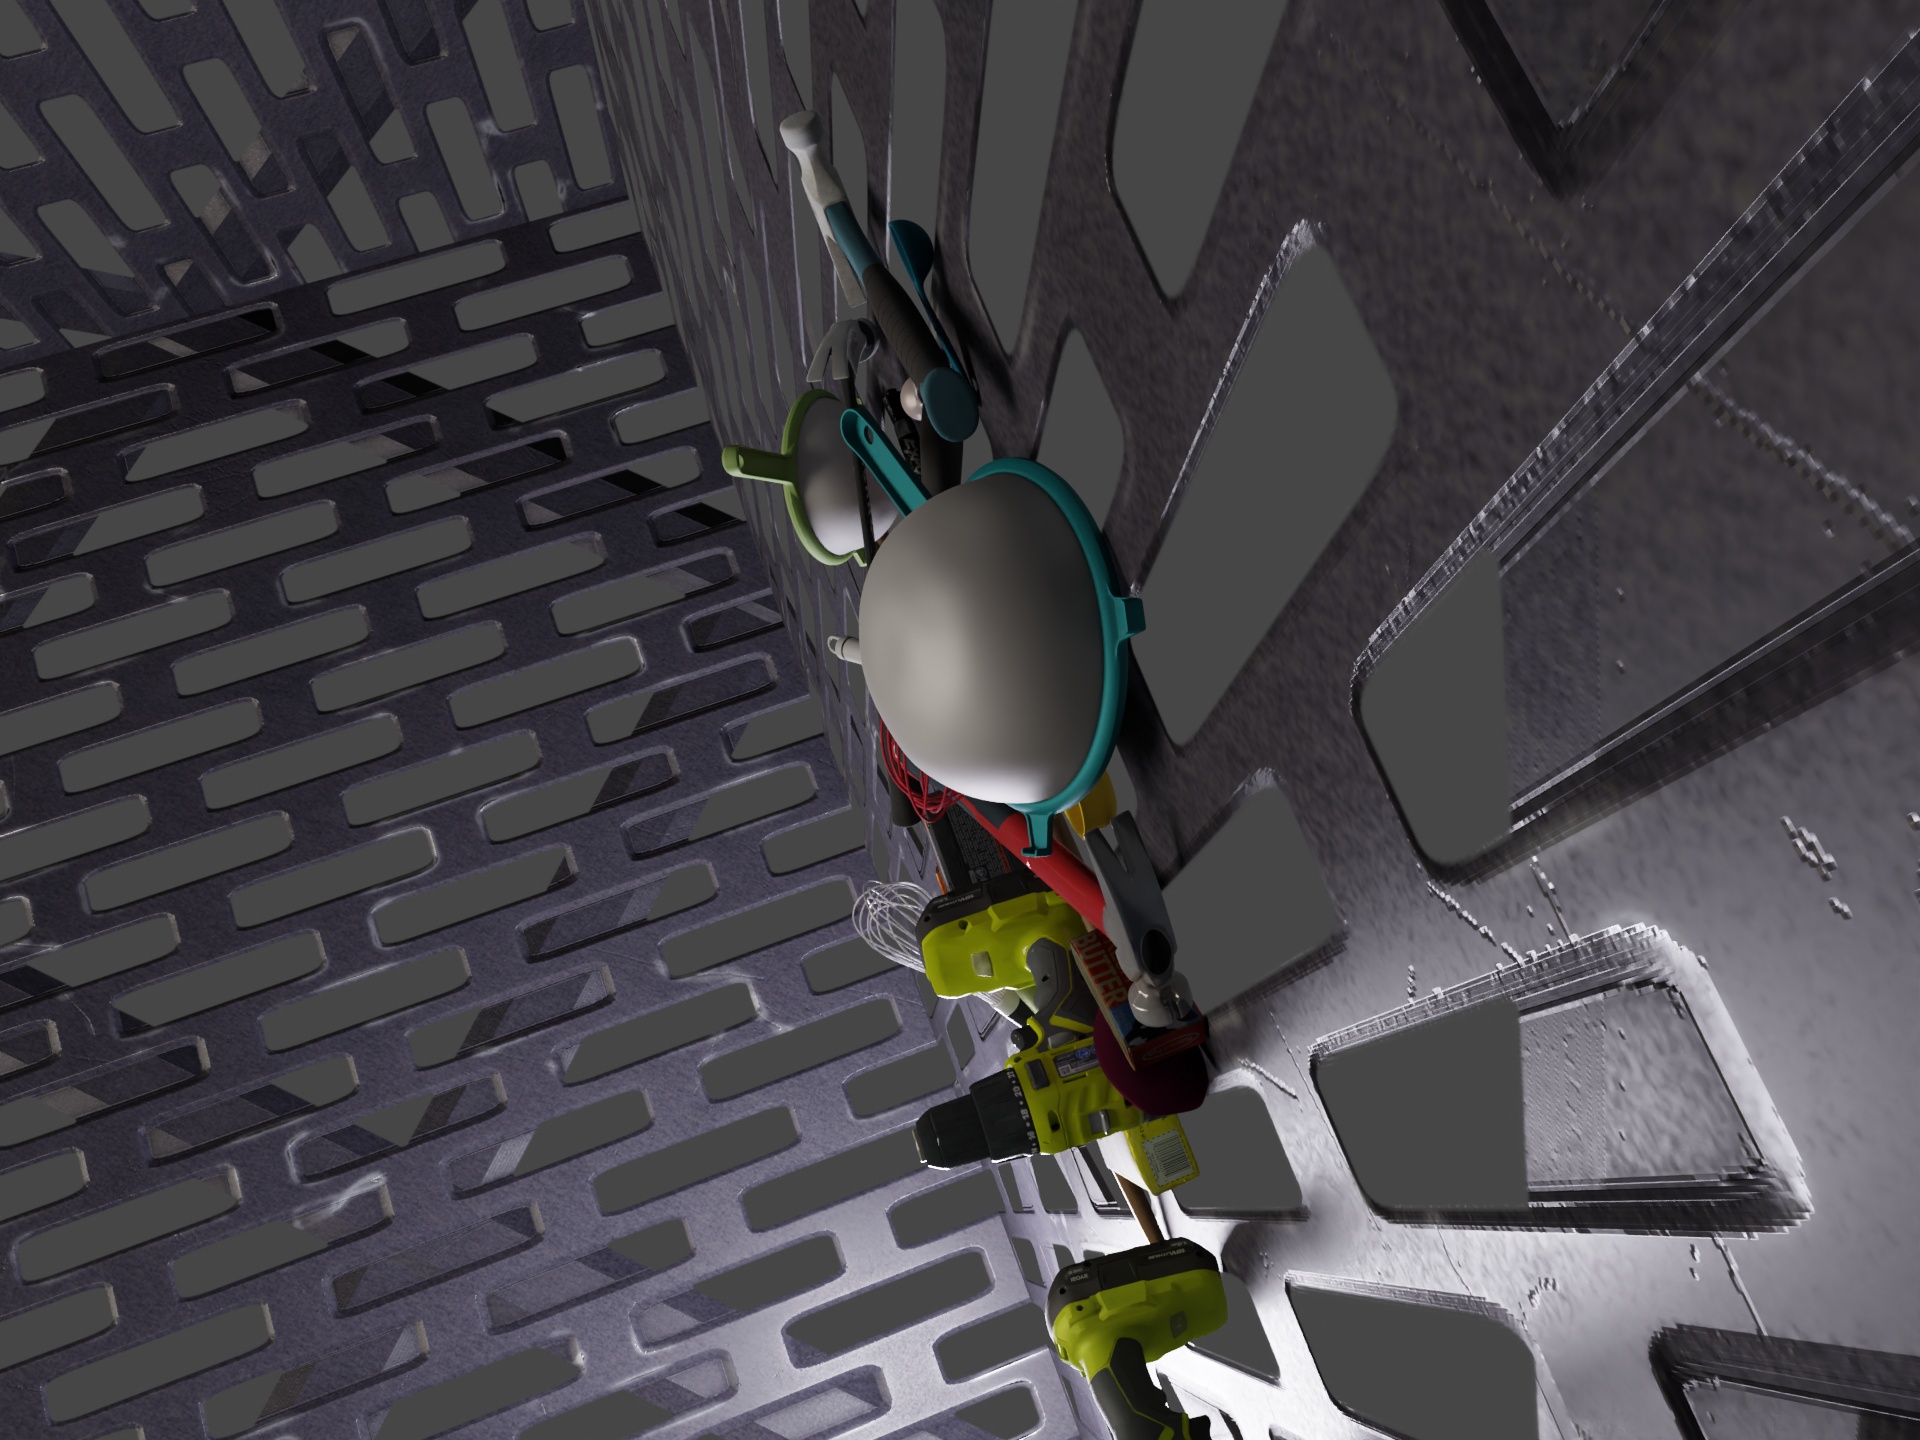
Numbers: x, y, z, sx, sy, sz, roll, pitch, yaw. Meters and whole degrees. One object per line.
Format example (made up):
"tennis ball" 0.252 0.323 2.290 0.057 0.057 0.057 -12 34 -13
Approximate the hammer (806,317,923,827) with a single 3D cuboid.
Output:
"hammer" -0.068 -0.108 1.268 0.149 0.036 0.408 -70 -26 -71

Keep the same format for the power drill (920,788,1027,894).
"power drill" 0.011 0.120 1.464 0.226 0.084 0.164 91 159 -75

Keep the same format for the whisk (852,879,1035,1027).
"whisk" 0.016 0.227 1.389 0.284 0.070 0.070 41 -176 -24

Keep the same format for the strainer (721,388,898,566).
"strainer" -0.108 -0.207 1.312 0.256 0.069 0.151 -10 -82 -69

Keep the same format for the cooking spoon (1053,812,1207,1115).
"cooking spoon" 0.096 0.144 1.101 0.319 0.068 0.017 -111 20 -49

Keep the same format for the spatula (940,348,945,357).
"spatula" -0.017 -0.142 1.194 0.322 0.041 0.081 86 -156 -48

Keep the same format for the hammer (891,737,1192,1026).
"hammer" 0.033 0.062 1.091 0.387 0.038 0.143 38 151 59

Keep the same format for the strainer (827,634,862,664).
"strainer" -0.011 -0.035 1.148 0.259 0.050 0.086 17 125 42

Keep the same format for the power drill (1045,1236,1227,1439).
"power drill" 0.154 0.486 1.126 0.223 0.171 0.080 -107 3 -58

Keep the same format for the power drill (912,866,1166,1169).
"power drill" 0.043 0.211 1.119 0.229 0.190 0.080 -115 10 -56

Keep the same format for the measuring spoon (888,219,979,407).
"measuring spoon" -0.010 -0.262 1.017 0.128 0.021 0.042 64 180 -12

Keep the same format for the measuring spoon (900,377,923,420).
"measuring spoon" -0.035 -0.232 1.112 0.124 0.018 0.034 -92 7 -85

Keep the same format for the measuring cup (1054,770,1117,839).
"measuring cup" 0.078 0.050 1.086 0.156 0.029 0.062 125 125 -82

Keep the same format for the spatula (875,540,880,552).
"spatula" -0.038 -0.072 1.395 0.318 0.044 0.082 57 -175 34

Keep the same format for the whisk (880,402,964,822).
"whisk" -0.015 -0.079 1.072 0.073 0.073 0.296 165 106 -81

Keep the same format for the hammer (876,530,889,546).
"hammer" -0.058 -0.128 1.515 0.130 0.031 0.331 98 151 -72

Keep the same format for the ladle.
"ladle" 0.119 0.316 1.371 0.320 0.062 0.078 65 163 -3

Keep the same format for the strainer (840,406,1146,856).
"strainer" -0.028 -0.086 0.956 0.341 0.095 0.210 56 142 36

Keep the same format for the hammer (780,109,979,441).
"hammer" -0.052 -0.285 1.052 0.331 0.033 0.128 -115 1 -46
